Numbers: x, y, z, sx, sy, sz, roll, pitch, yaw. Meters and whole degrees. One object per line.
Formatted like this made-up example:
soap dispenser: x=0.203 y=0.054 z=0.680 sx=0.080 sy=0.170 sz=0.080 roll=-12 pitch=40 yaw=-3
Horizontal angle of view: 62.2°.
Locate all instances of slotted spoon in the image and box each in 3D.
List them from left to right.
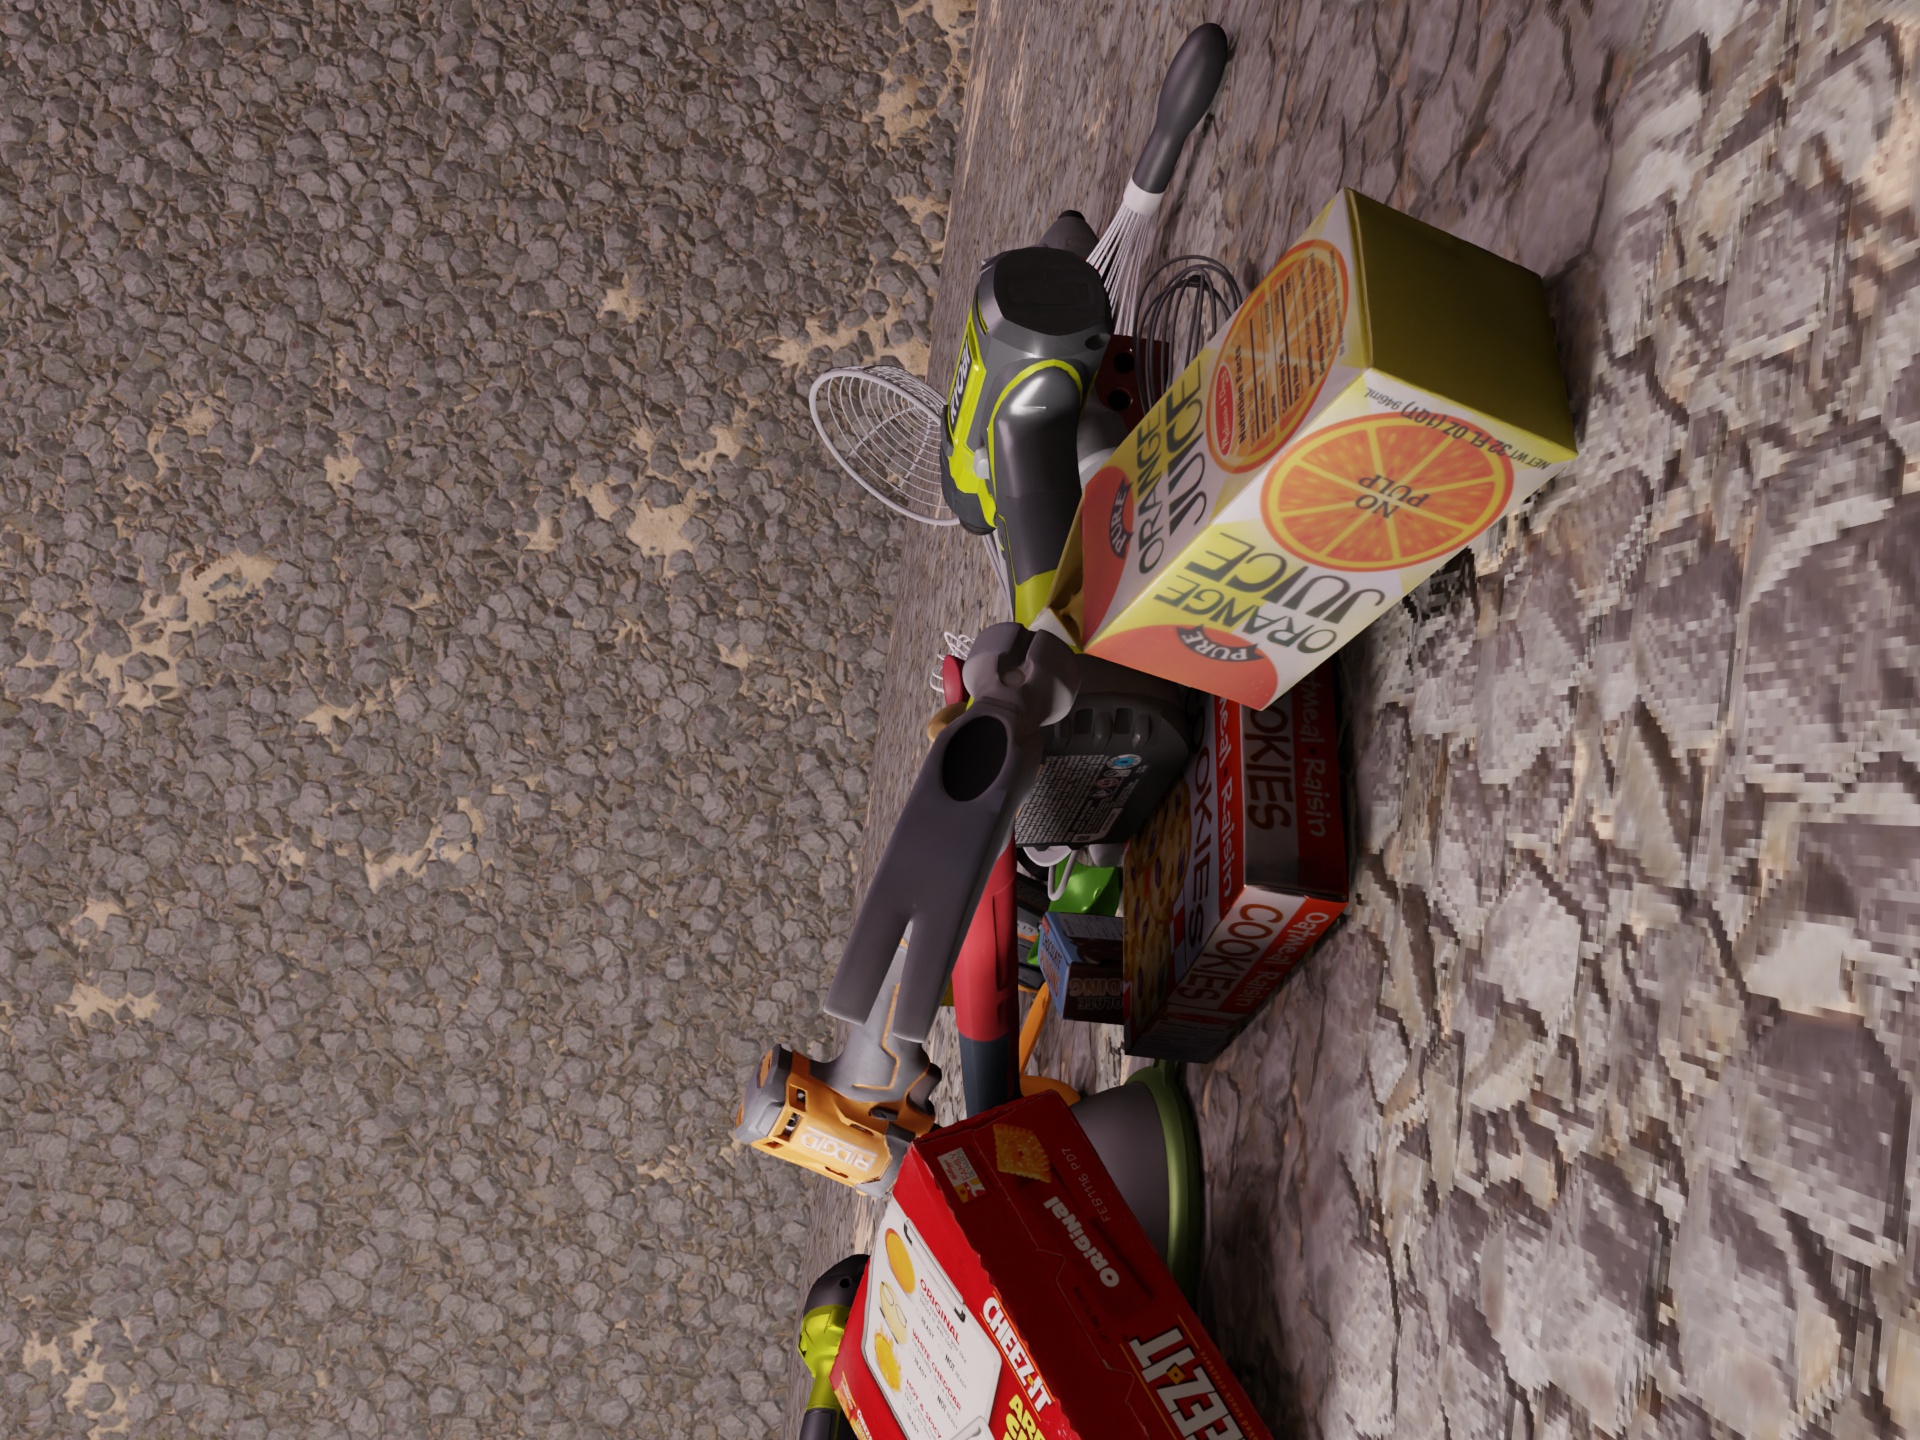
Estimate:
slotted spoon: x=0.061 y=0.067 z=0.973 sx=0.070 sy=0.031 sz=0.314 roll=-47 pitch=14 yaw=14

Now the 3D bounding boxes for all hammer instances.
hammer: x=0.006 y=0.130 z=0.639 sx=0.386 sy=0.038 sz=0.143 roll=86 pitch=-157 yaw=-56
hammer: x=0.049 y=-0.117 z=0.950 sx=0.405 sy=0.035 sz=0.144 roll=89 pitch=164 yaw=-70

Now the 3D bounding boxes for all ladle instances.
ladle: x=-0.001 y=-0.003 z=0.866 sx=0.315 sy=0.031 sz=0.069 roll=-43 pitch=-62 yaw=-86

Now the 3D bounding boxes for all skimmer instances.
skimmer: x=0.000 y=-0.065 z=0.930 sx=0.127 sy=0.090 sz=0.364 roll=83 pitch=169 yaw=-59

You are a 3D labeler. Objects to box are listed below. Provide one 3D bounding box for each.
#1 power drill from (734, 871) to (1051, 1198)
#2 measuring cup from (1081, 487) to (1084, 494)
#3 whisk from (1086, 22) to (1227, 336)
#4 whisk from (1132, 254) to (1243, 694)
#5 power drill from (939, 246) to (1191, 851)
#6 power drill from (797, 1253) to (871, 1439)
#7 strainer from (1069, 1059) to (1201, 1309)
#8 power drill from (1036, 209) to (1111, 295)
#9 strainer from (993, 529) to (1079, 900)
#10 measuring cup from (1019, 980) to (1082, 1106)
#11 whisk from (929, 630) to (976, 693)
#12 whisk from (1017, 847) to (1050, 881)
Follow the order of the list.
power drill: x=-0.013 y=0.202 z=0.996 sx=0.226 sy=0.185 sz=0.084 roll=-61 pitch=12 yaw=11
measuring cup: x=0.070 y=-0.122 z=1.070 sx=0.167 sy=0.038 sz=0.083 roll=109 pitch=167 yaw=-46
whisk: x=0.101 y=-0.299 z=0.981 sx=0.284 sy=0.070 sz=0.070 roll=114 pitch=163 yaw=-50
whisk: x=0.104 y=-0.106 z=0.778 sx=0.055 sy=0.055 sz=0.239 roll=-153 pitch=68 yaw=-83
power drill: x=0.031 y=-0.063 z=0.687 sx=0.171 sy=0.080 sz=0.223 roll=110 pitch=157 yaw=-62
power drill: x=-0.032 y=0.415 z=0.827 sx=0.229 sy=0.190 sz=0.080 roll=-69 pitch=-4 yaw=-45
strainer: x=0.042 y=0.257 z=0.747 sx=0.256 sy=0.069 sz=0.152 roll=110 pitch=166 yaw=-52
power drill: x=0.059 y=-0.273 z=1.210 sx=0.219 sy=0.078 sz=0.143 roll=117 pitch=160 yaw=-61
strainer: x=0.045 y=-0.028 z=0.845 sx=0.087 sy=0.050 sz=0.259 roll=-43 pitch=52 yaw=52
measuring cup: x=0.047 y=0.205 z=0.847 sx=0.095 sy=0.052 sz=0.173 roll=-92 pitch=14 yaw=-55
whisk: x=0.038 y=-0.015 z=1.010 sx=0.057 sy=0.059 sz=0.246 roll=66 pitch=167 yaw=-23
whisk: x=0.029 y=0.074 z=1.136 sx=0.296 sy=0.073 sz=0.073 roll=-154 pitch=72 yaw=-76
